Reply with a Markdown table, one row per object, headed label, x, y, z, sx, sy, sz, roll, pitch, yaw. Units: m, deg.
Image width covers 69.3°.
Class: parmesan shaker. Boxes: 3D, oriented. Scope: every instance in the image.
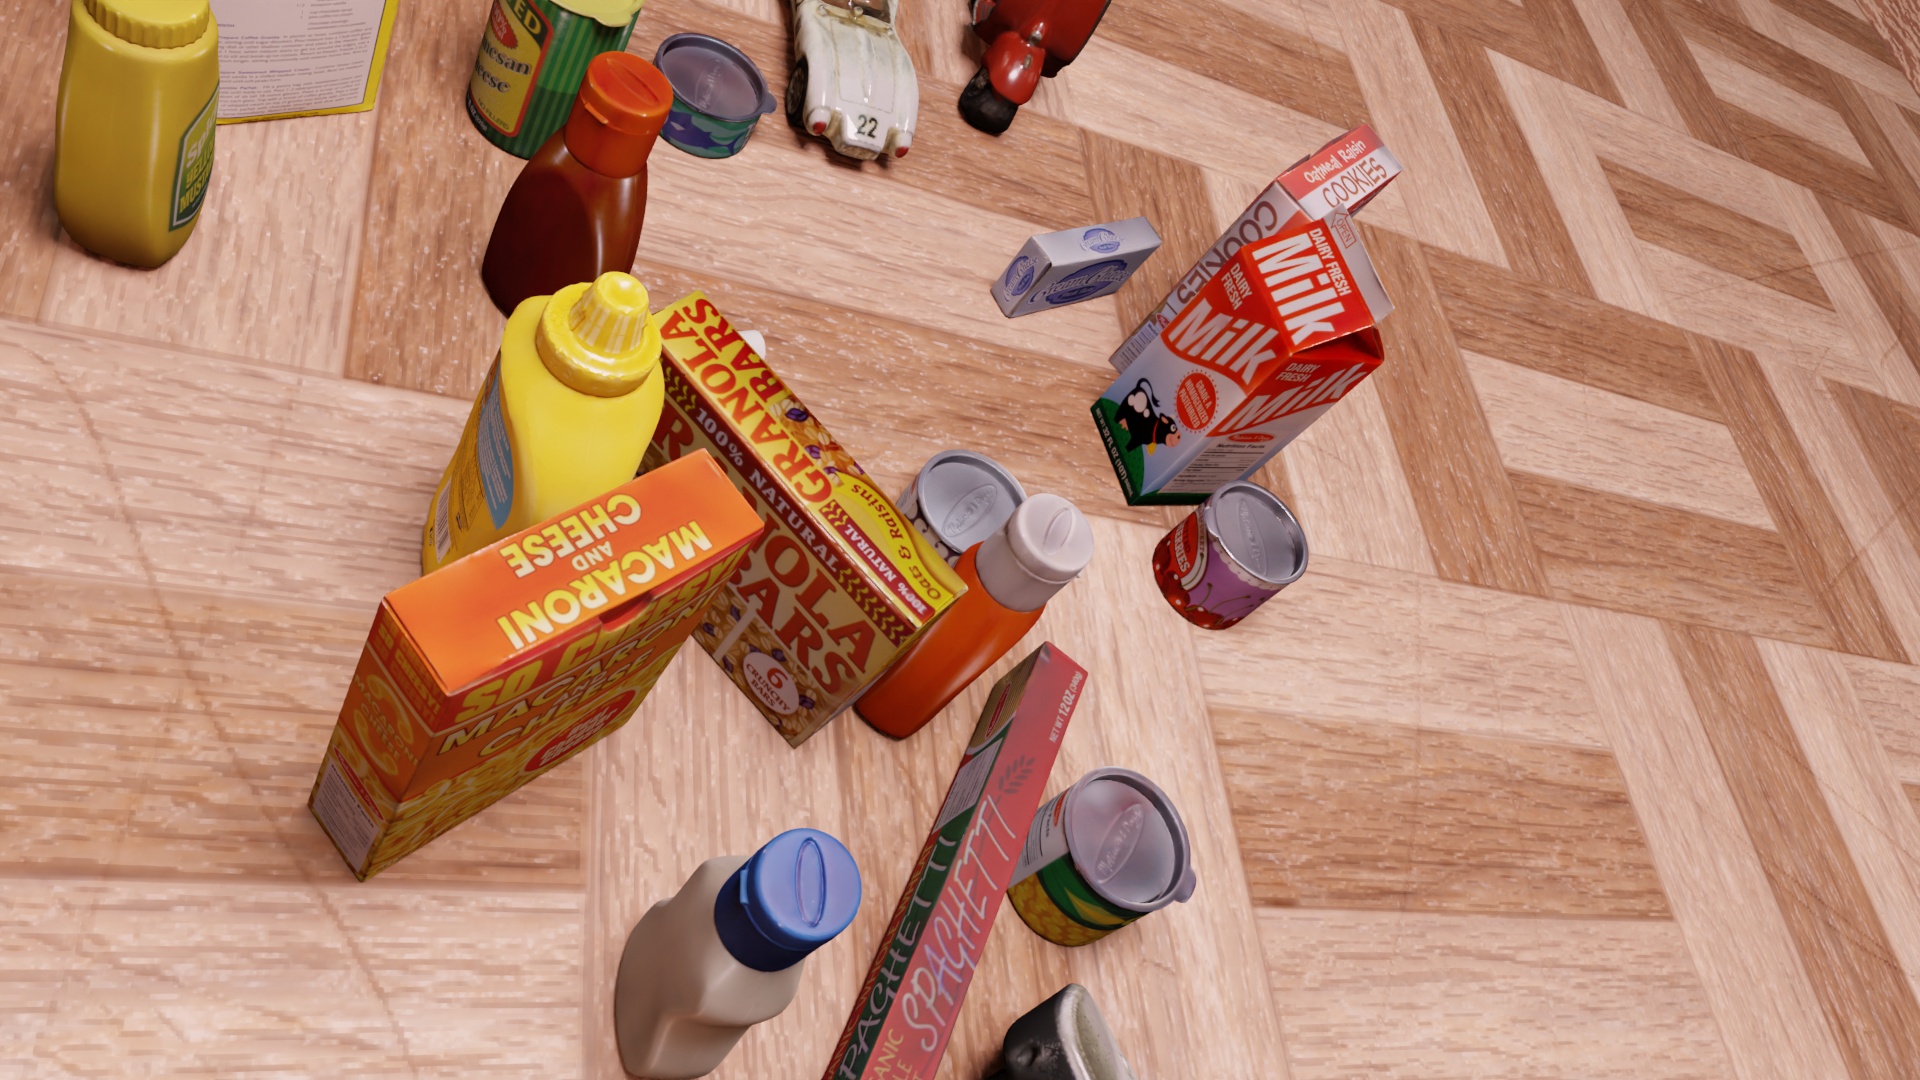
| label | x | y | z | sx | sy | sz | roll | pitch | yaw |
| --- | --- | --- | --- | --- | --- | --- | --- | --- | --- |
| parmesan shaker | -0.203 | -0.246 | 0.696 | 0.071 | 0.102 | 0.071 | 17 | 53 | -23 |

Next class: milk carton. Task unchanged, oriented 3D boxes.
| label | x | y | z | sx | sy | sz | roll | pitch | yaw |
| --- | --- | --- | --- | --- | --- | --- | --- | --- | --- |
| milk carton | 0.161 | -0.098 | 0.768 | 0.073 | 0.189 | 0.072 | -1 | 61 | -33 |

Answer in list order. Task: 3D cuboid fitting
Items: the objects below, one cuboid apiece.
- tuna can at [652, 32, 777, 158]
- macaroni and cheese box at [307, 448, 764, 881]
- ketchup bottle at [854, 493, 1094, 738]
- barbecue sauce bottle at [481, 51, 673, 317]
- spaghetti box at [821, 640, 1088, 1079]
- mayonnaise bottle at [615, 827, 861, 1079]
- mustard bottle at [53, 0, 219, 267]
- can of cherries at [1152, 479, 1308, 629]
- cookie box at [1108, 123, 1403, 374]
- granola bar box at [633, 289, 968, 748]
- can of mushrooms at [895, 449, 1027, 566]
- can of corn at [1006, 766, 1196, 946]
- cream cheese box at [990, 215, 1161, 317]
| label | x | y | z | sx | sy | sz | roll | pitch | yaw |
| --- | --- | --- | --- | --- | --- | --- | --- | --- | --- |
| tuna can | -0.142 | -0.250 | 0.785 | 0.071 | 0.032 | 0.071 | 16 | 53 | -23 |
| macaroni and cheese box | -0.151 | 0.047 | 0.489 | 0.124 | 0.165 | 0.040 | -32 | 80 | -42 |
| ketchup bottle | 0.006 | 0.032 | 0.610 | 0.043 | 0.148 | 0.065 | 36 | 48 | -8 |
| barbecue sauce bottle | -0.170 | -0.152 | 0.623 | 0.065 | 0.147 | 0.044 | 43 | 47 | -1 |
| spaghetti box | -0.003 | 0.149 | 0.593 | 0.028 | 0.050 | 0.251 | 34 | 48 | -9 |
| mayonnaise bottle | -0.080 | 0.142 | 0.482 | 0.041 | 0.147 | 0.065 | 12 | 55 | -26 |
| mustard bottle | -0.317 | -0.175 | 0.538 | 0.049 | 0.159 | 0.065 | 20 | 52 | -21 |
| can of cherries | 0.149 | 0.008 | 0.779 | 0.071 | 0.058 | 0.072 | 17 | 53 | -23 |
| cookie box | 0.177 | -0.168 | 0.842 | 0.040 | 0.166 | 0.123 | 48 | 47 | 4 |
| granola bar box | -0.090 | -0.004 | 0.591 | 0.165 | 0.123 | 0.039 | 48 | 47 | 4 |
| can of mushrooms | 0.003 | -0.009 | 0.714 | 0.071 | 0.033 | 0.071 | 16 | 53 | -23 |
| can of corn | 0.063 | 0.146 | 0.631 | 0.071 | 0.058 | 0.071 | 17 | 53 | -23 |
| cream cheese box | 0.072 | -0.168 | 0.852 | 0.104 | 0.053 | 0.024 | -20 | 72 | -40 |
